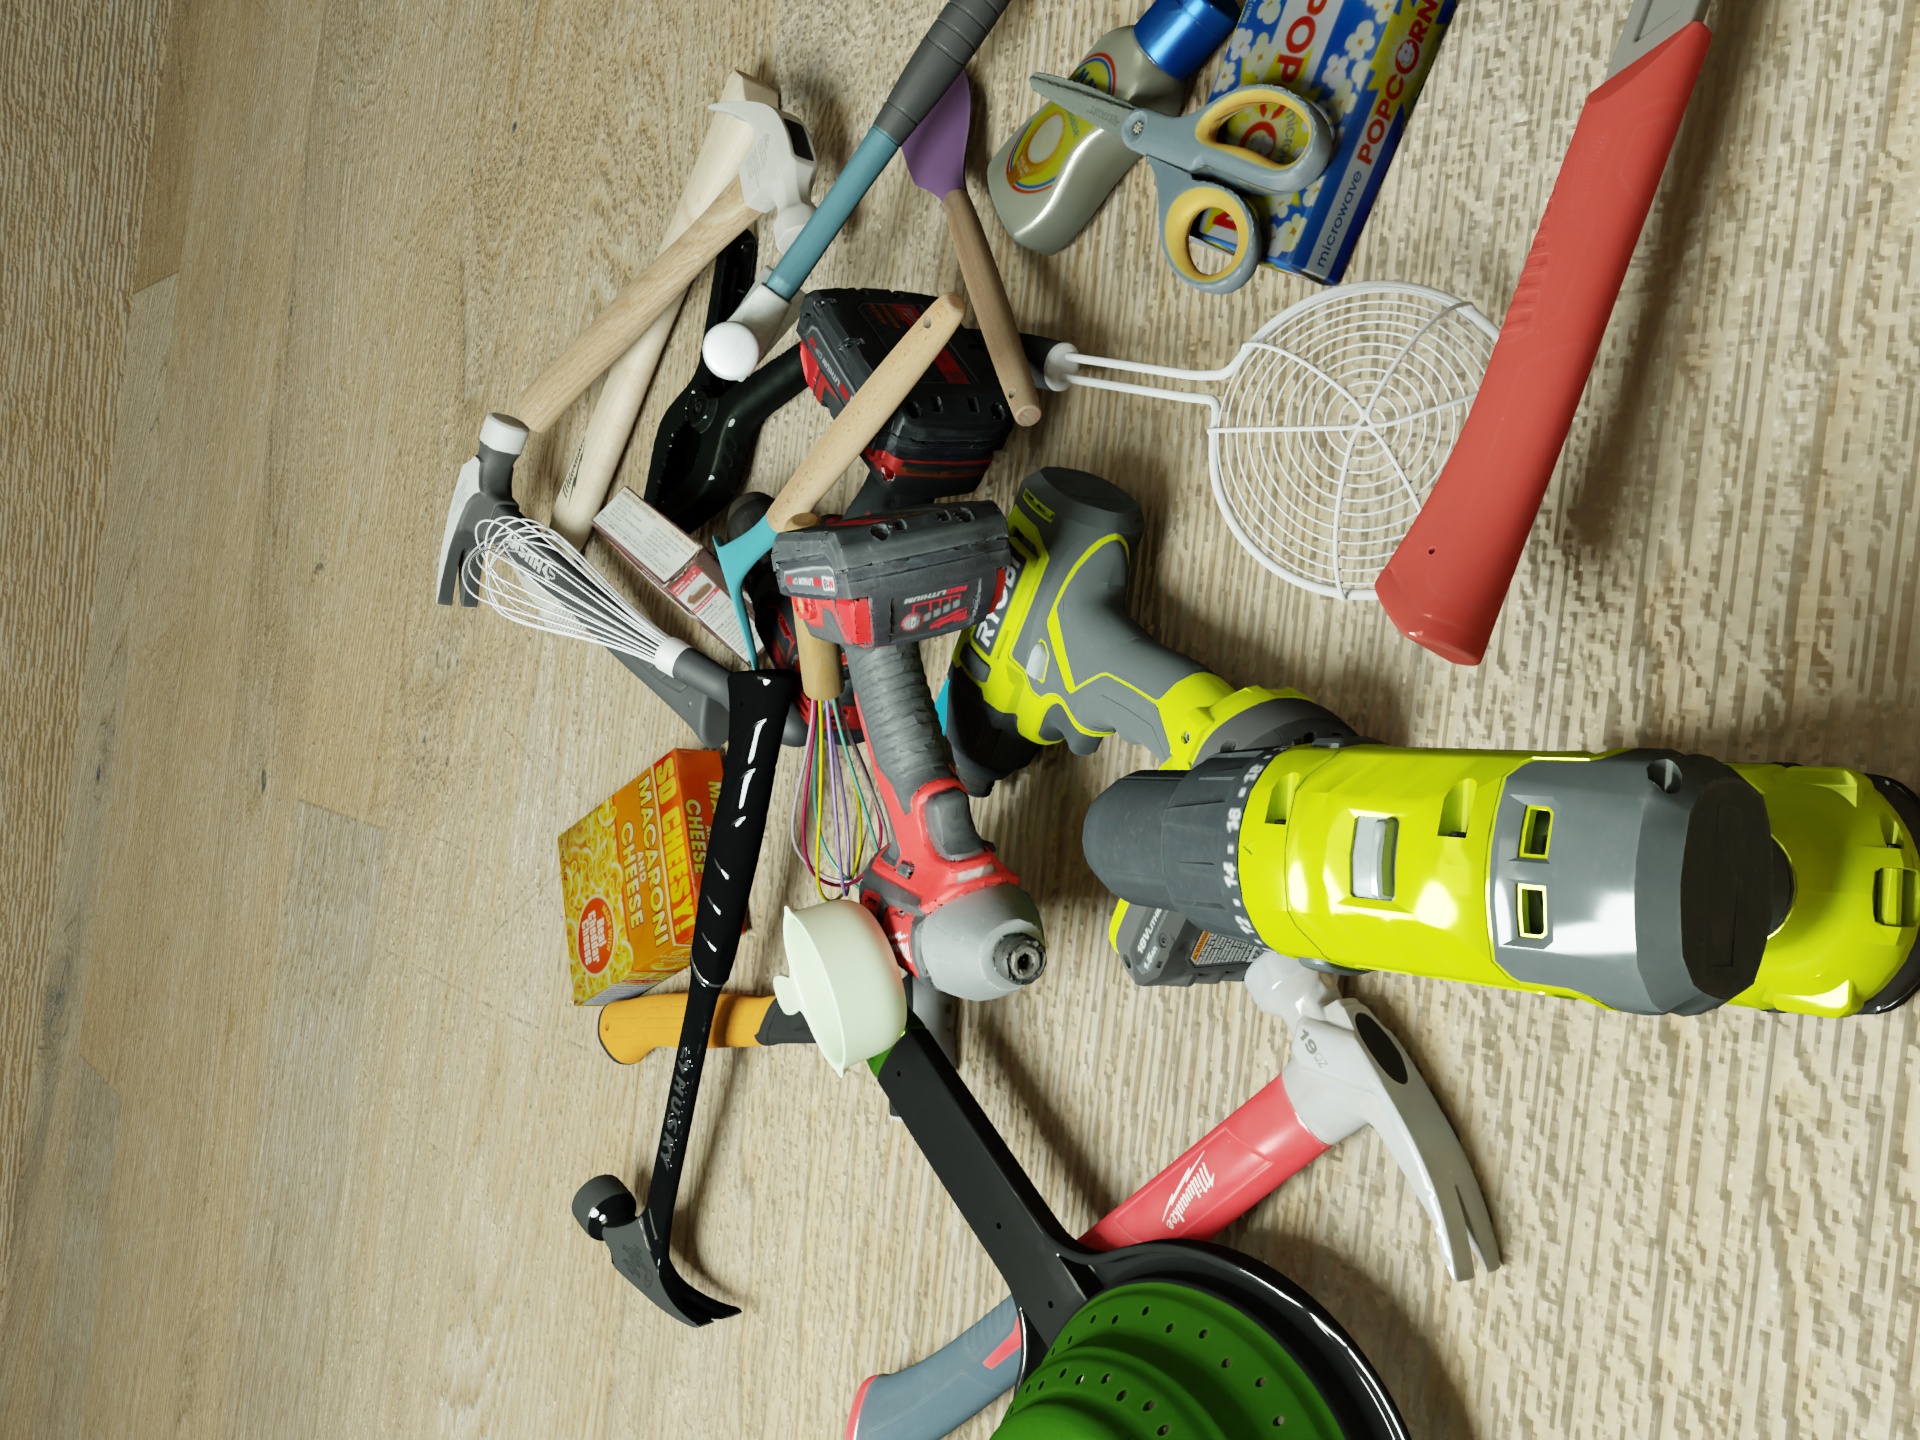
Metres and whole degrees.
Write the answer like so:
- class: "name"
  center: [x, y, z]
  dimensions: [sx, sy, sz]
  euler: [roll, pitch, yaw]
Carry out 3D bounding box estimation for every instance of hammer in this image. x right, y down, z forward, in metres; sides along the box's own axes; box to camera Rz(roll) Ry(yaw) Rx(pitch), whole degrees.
- class: "hammer"
  center: [0.233, -0.190, 0.546]
  dimensions: [0.149, 0.036, 0.359]
  euler: [20, 90, 48]
- class: "hammer"
  center: [-0.147, 0.160, 0.916]
  dimensions: [0.149, 0.036, 0.408]
  euler: [31, 114, 43]
- class: "hammer"
  center: [-0.205, -0.288, 1.058]
  dimensions: [0.331, 0.031, 0.130]
  euler: [-29, 65, 41]
- class: "hammer"
  center: [0.065, 0.264, 0.711]
  dimensions: [0.386, 0.038, 0.143]
  euler: [-50, 52, 32]
- class: "hammer"
  center: [-0.261, -0.079, 1.100]
  dimensions: [0.335, 0.035, 0.146]
  euler: [38, 112, 34]
- class: "hammer"
  center: [-0.234, -0.267, 1.141]
  dimensions: [0.146, 0.038, 0.410]
  euler: [52, 122, 41]
- class: "hammer"
  center: [-0.122, 0.170, 0.946]
  dimensions: [0.337, 0.034, 0.127]
  euler: [-14, 75, 47]
- class: "hammer"
  center: [-0.031, -0.323, 0.848]
  dimensions: [0.331, 0.033, 0.128]
  euler: [-53, 12, 10]

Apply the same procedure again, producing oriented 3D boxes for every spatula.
- class: "spatula"
  center: [-0.070, -0.113, 0.785]
  dimensions: [0.317, 0.044, 0.082]
  euler: [-38, 65, 52]
- class: "spatula"
  center: [0.004, -0.262, 0.839]
  dimensions: [0.059, 0.018, 0.316]
  euler: [-44, 42, 33]

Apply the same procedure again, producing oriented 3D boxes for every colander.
- class: "colander"
  center: [0.028, 0.260, 0.654]
  dimensions: [0.398, 0.094, 0.204]
  euler: [50, 121, 37]

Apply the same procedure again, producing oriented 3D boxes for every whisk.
- class: "whisk"
  center: [-0.069, 0.003, 0.825]
  dimensions: [0.051, 0.047, 0.244]
  euler: [38, 143, 40]
- class: "whisk"
  center: [-0.203, -0.053, 0.998]
  dimensions: [0.285, 0.070, 0.070]
  euler: [29, 108, 21]

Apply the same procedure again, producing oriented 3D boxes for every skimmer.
- class: "skimmer"
  center: [0.101, -0.148, 0.739]
  dimensions: [0.364, 0.090, 0.127]
  euler: [31, 101, 58]

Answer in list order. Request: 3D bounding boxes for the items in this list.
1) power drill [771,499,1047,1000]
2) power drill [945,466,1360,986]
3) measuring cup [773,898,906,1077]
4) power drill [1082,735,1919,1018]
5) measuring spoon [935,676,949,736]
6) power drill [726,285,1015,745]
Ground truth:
- class: "power drill"
  center: [-0.014, 0.017, 0.713]
  dimensions: [0.143, 0.078, 0.219]
  euler: [-165, 62, -67]
- class: "power drill"
  center: [0.071, 0.010, 0.716]
  dimensions: [0.223, 0.080, 0.171]
  euler: [50, 129, 45]
- class: "measuring cup"
  center: [-0.064, 0.129, 0.782]
  dimensions: [0.167, 0.038, 0.083]
  euler: [144, 108, -72]
- class: "power drill"
  center: [0.169, 0.044, 0.477]
  dimensions: [0.191, 0.228, 0.080]
  euler: [1, 85, 49]
- class: "measuring spoon"
  center: [-0.001, -0.003, 0.850]
  dimensions: [0.042, 0.021, 0.128]
  euler: [37, 103, 50]
- class: "power drill"
  center: [-0.066, -0.123, 0.873]
  dimensions: [0.188, 0.080, 0.226]
  euler: [59, 141, 36]
